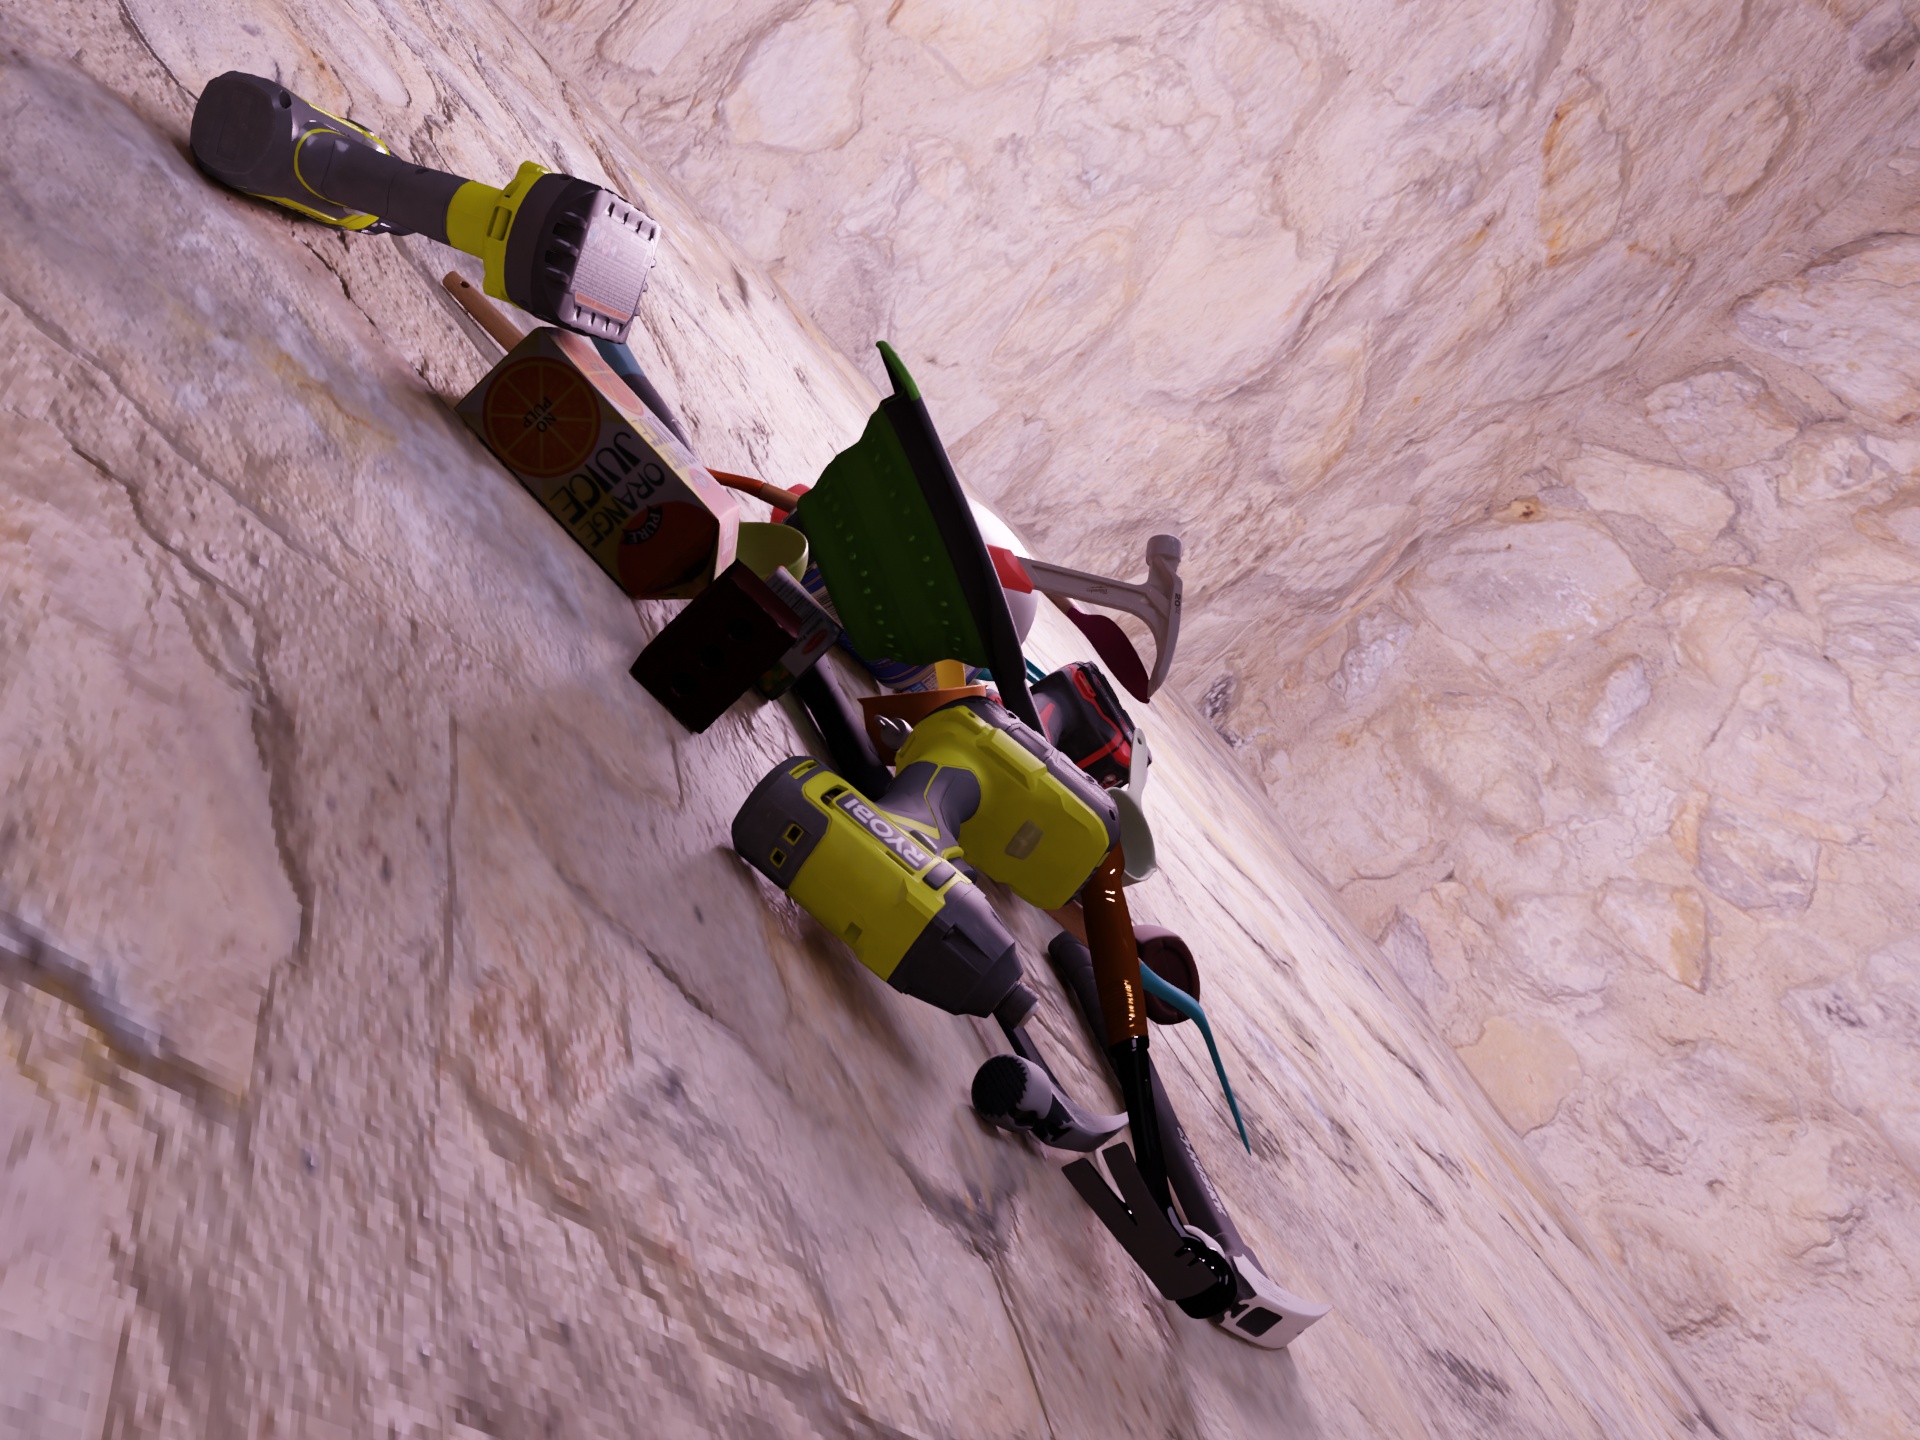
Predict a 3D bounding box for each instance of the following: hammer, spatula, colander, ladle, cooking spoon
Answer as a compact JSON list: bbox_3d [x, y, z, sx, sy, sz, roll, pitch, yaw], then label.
[{"bbox_3d":[0.089,0.163,0.902,0.127,0.034,0.337,53,17,-29],"label":"hammer"},{"bbox_3d":[-0.137,-0.186,1.297,0.322,0.041,0.081,23,16,-7],"label":"spatula"},{"bbox_3d":[0.014,-0.127,1.354,0.359,0.149,0.036,13,-24,-7],"label":"hammer"},{"bbox_3d":[-0.244,-0.248,1.216,0.128,0.033,0.331,6,45,-51],"label":"hammer"},{"bbox_3d":[-0.012,-0.036,1.012,0.205,0.094,0.396,-114,-178,-61],"label":"colander"},{"bbox_3d":[0.085,0.152,1.025,0.317,0.044,0.082,42,12,-8],"label":"spatula"},{"bbox_3d":[-0.232,-0.198,1.090,0.320,0.062,0.078,45,46,-2],"label":"ladle"},{"bbox_3d":[-0.020,0.091,0.963,0.149,0.036,0.409,38,14,-48],"label":"hammer"},{"bbox_3d":[0.094,-0.116,1.513,0.319,0.017,0.068,52,-21,44],"label":"cooking spoon"},{"bbox_3d":[0.124,0.244,1.000,0.146,0.035,0.335,41,13,-32],"label":"hammer"}]

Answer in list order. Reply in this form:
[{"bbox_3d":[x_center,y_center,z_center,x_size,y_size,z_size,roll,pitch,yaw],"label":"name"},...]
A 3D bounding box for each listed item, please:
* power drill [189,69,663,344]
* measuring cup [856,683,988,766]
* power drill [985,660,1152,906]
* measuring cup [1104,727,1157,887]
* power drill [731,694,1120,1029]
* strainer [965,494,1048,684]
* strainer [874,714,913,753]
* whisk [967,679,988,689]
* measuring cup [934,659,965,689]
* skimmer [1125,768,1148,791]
[{"bbox_3d":[-0.299,-0.297,0.932,0.228,0.080,0.190,21,8,8],"label":"power drill"},{"bbox_3d":[-0.035,0.006,1.155,0.173,0.095,0.052,171,-88,-74],"label":"measuring cup"},{"bbox_3d":[0.081,0.049,1.312,0.188,0.080,0.226,59,27,3],"label":"power drill"},{"bbox_3d":[0.123,0.065,1.258,0.083,0.038,0.168,49,33,-24],"label":"measuring cup"},{"bbox_3d":[-0.002,0.072,0.850,0.171,0.080,0.223,39,24,10],"label":"power drill"},{"bbox_3d":[0.049,-0.105,1.473,0.340,0.095,0.211,39,24,-17],"label":"strainer"},{"bbox_3d":[0.007,0.053,1.092,0.087,0.050,0.258,29,-9,37],"label":"strainer"},{"bbox_3d":[-0.023,-0.073,1.507,0.246,0.059,0.058,50,-32,-18],"label":"whisk"},{"bbox_3d":[-0.002,-0.004,1.209,0.029,0.062,0.157,70,10,-60],"label":"measuring cup"},{"bbox_3d":[0.087,0.024,1.479,0.127,0.090,0.363,55,12,16],"label":"skimmer"}]
